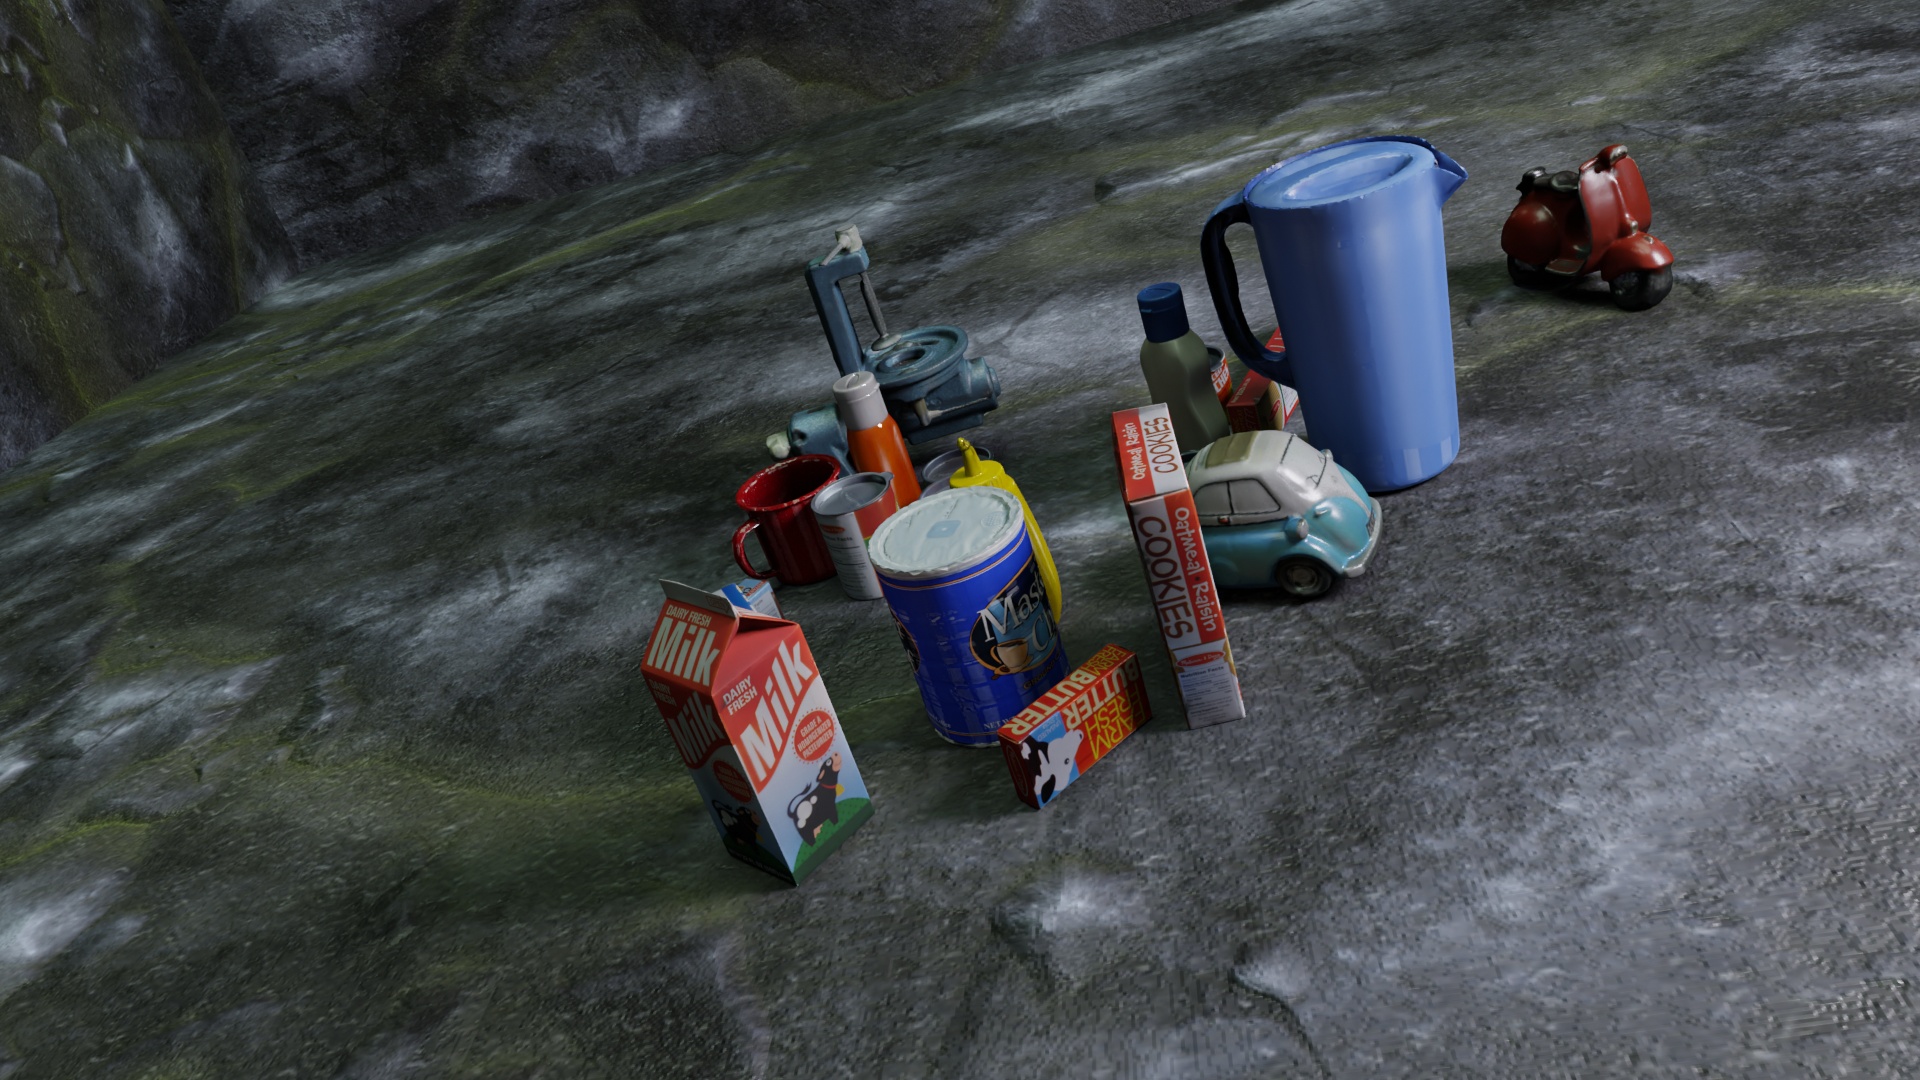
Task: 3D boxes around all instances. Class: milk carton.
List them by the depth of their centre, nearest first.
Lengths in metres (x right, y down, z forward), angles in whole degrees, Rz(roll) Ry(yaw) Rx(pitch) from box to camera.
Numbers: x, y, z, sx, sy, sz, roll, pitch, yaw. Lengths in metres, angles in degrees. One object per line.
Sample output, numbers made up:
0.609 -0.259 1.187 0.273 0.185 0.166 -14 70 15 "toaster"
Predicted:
-0.126 0.106 0.835 0.072 0.189 0.074 10 38 43 "milk carton"

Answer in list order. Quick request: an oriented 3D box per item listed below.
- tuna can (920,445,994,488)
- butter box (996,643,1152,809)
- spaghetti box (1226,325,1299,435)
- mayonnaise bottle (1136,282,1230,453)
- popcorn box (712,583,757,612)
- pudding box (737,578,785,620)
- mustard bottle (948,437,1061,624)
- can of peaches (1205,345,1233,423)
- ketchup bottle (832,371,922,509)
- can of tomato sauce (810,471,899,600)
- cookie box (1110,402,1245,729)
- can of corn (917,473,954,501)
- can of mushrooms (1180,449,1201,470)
0.001 -0.053 1.220 0.071 0.032 0.071 -14 28 8 "tuna can"
0.071 0.113 0.853 0.104 0.053 0.024 -34 31 -28 "butter box"
0.288 -0.155 1.216 0.028 0.050 0.251 0 32 32 "spaghetti box"
0.180 -0.138 1.144 0.041 0.147 0.065 -35 31 -29 "mayonnaise bottle"
-0.145 0.093 0.985 0.038 0.085 0.127 -26 28 -15 "popcorn box"
-0.176 0.072 1.081 0.030 0.049 0.084 5 35 38 "pudding box"
0.026 -0.005 0.981 0.065 0.159 0.049 -18 27 2 "mustard bottle"
0.205 -0.130 1.211 0.071 0.057 0.071 -14 28 8 "can of peaches"
-0.066 -0.068 1.164 0.043 0.148 0.065 -11 28 14 "ketchup bottle"
-0.074 -0.004 1.123 0.071 0.082 0.071 -14 27 8 "can of tomato sauce"
0.134 0.014 0.872 0.040 0.166 0.123 -14 27 8 "cookie box"
0.004 -0.014 1.120 0.071 0.058 0.071 -14 28 8 "can of corn"
0.181 -0.042 1.091 0.071 0.033 0.071 -14 28 8 "can of mushrooms"
